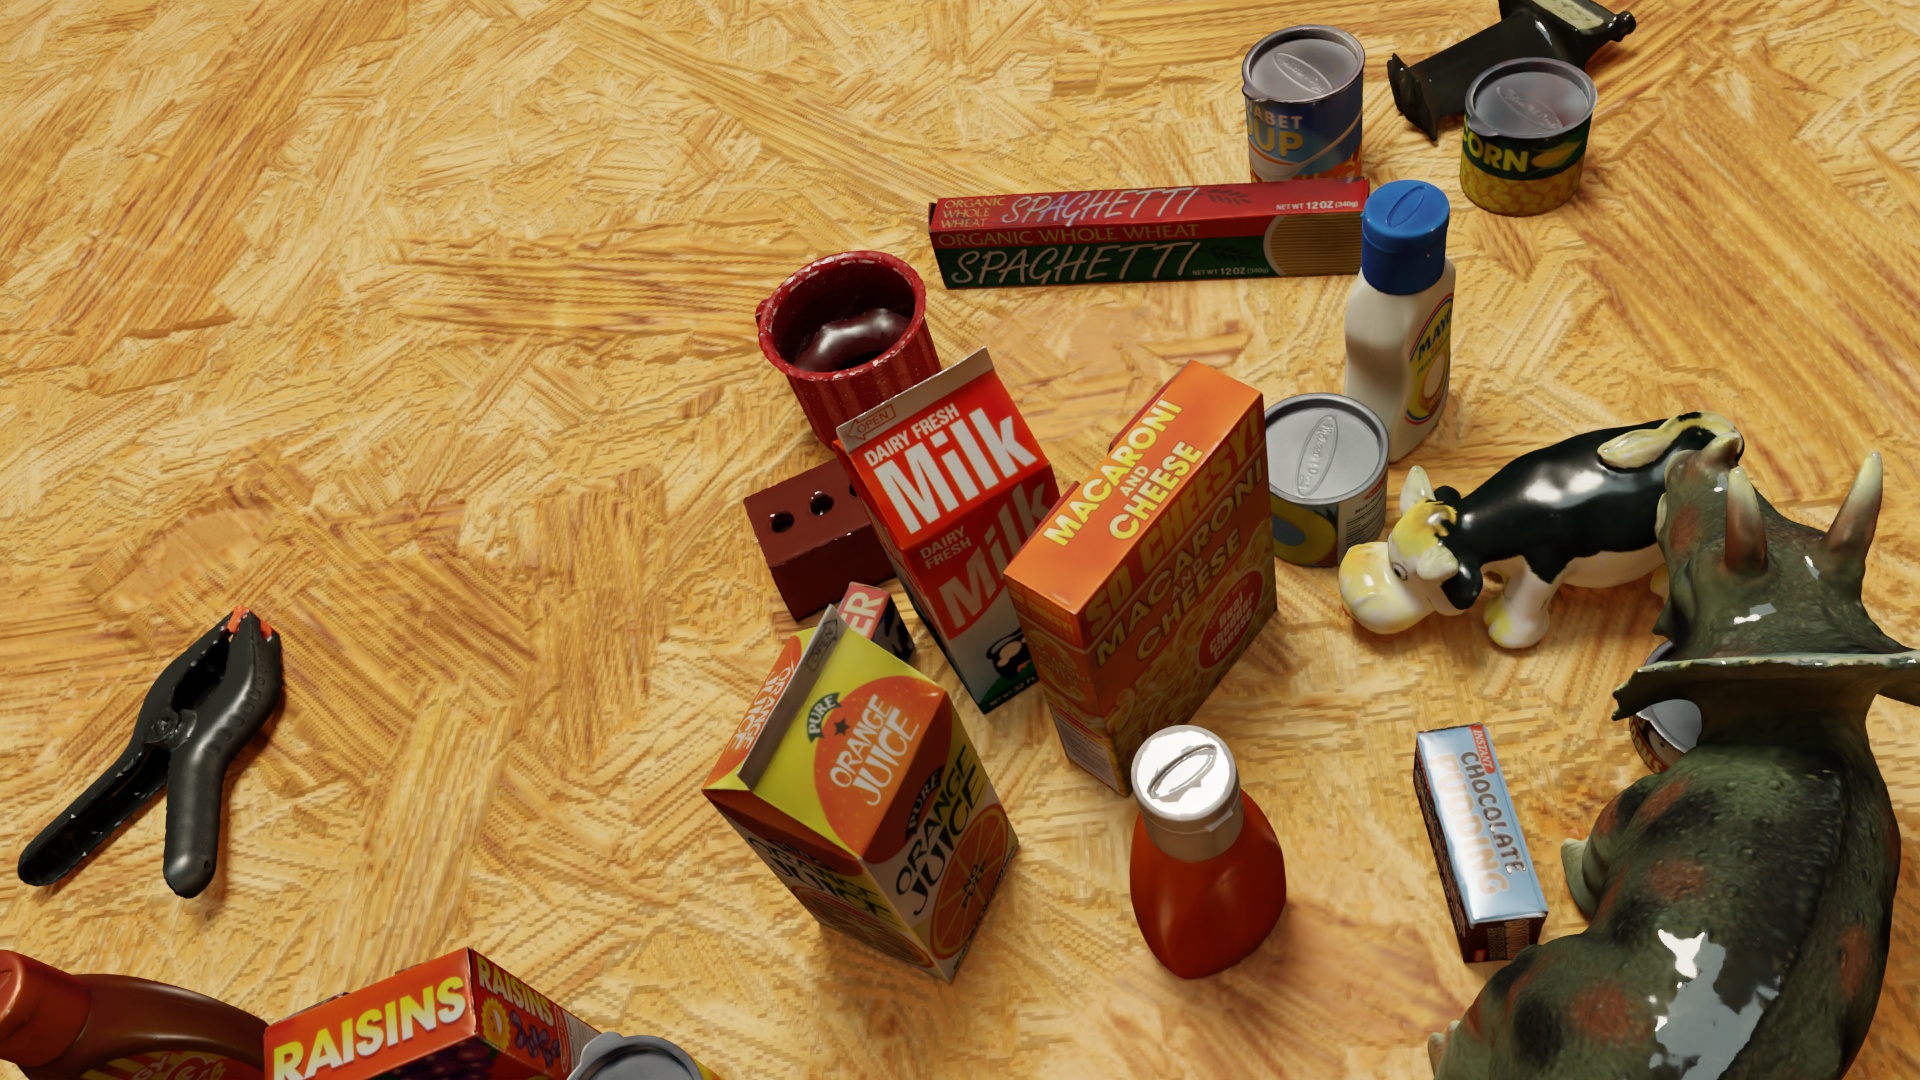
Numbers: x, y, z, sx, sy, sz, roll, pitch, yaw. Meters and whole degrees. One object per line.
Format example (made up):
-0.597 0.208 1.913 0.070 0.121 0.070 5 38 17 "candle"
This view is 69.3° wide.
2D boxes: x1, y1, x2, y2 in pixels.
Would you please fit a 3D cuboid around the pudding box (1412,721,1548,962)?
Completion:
0.209 0.122 0.563 0.030 0.049 0.084 -10 54 8 "pudding box"

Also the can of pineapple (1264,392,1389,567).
0.171 -0.029 0.673 0.071 0.057 0.071 -7 55 10 "can of pineapple"

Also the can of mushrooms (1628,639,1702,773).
0.314 0.072 0.580 0.071 0.033 0.071 -7 54 10 "can of mushrooms"

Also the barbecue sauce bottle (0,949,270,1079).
-0.358 0.213 0.587 0.065 0.148 0.044 -35 55 -10 "barbecue sauce bottle"

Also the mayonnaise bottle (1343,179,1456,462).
0.209 -0.103 0.659 0.041 0.147 0.065 30 68 30 "mayonnaise bottle"

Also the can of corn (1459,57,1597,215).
0.311 -0.222 0.771 0.071 0.058 0.071 -7 55 10 "can of corn"

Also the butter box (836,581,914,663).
-0.056 0.077 0.662 0.024 0.053 0.104 12 60 22 "butter box"

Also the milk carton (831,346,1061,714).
0.002 -0.008 0.620 0.072 0.189 0.074 -31 54 -7 "milk carton"

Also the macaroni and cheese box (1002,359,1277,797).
0.083 0.022 0.594 0.040 0.165 0.124 31 68 30 "macaroni and cheese box"

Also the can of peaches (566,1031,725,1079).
-0.124 0.240 0.563 0.071 0.057 0.071 -7 55 10 "can of peaches"

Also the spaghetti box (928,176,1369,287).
0.105 -0.175 0.798 0.250 0.050 0.029 1 56 15 "spaghetti box"

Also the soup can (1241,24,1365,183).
0.195 -0.240 0.798 0.071 0.083 0.072 -7 55 10 "soup can"

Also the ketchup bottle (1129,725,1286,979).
0.093 0.120 0.533 0.065 0.148 0.044 -35 55 -10 "ketchup bottle"

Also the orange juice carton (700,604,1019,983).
-0.039 0.103 0.553 0.073 0.191 0.072 16 62 24 "orange juice carton"

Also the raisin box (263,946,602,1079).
-0.206 0.214 0.562 0.086 0.123 0.040 -21 53 0 "raisin box"
